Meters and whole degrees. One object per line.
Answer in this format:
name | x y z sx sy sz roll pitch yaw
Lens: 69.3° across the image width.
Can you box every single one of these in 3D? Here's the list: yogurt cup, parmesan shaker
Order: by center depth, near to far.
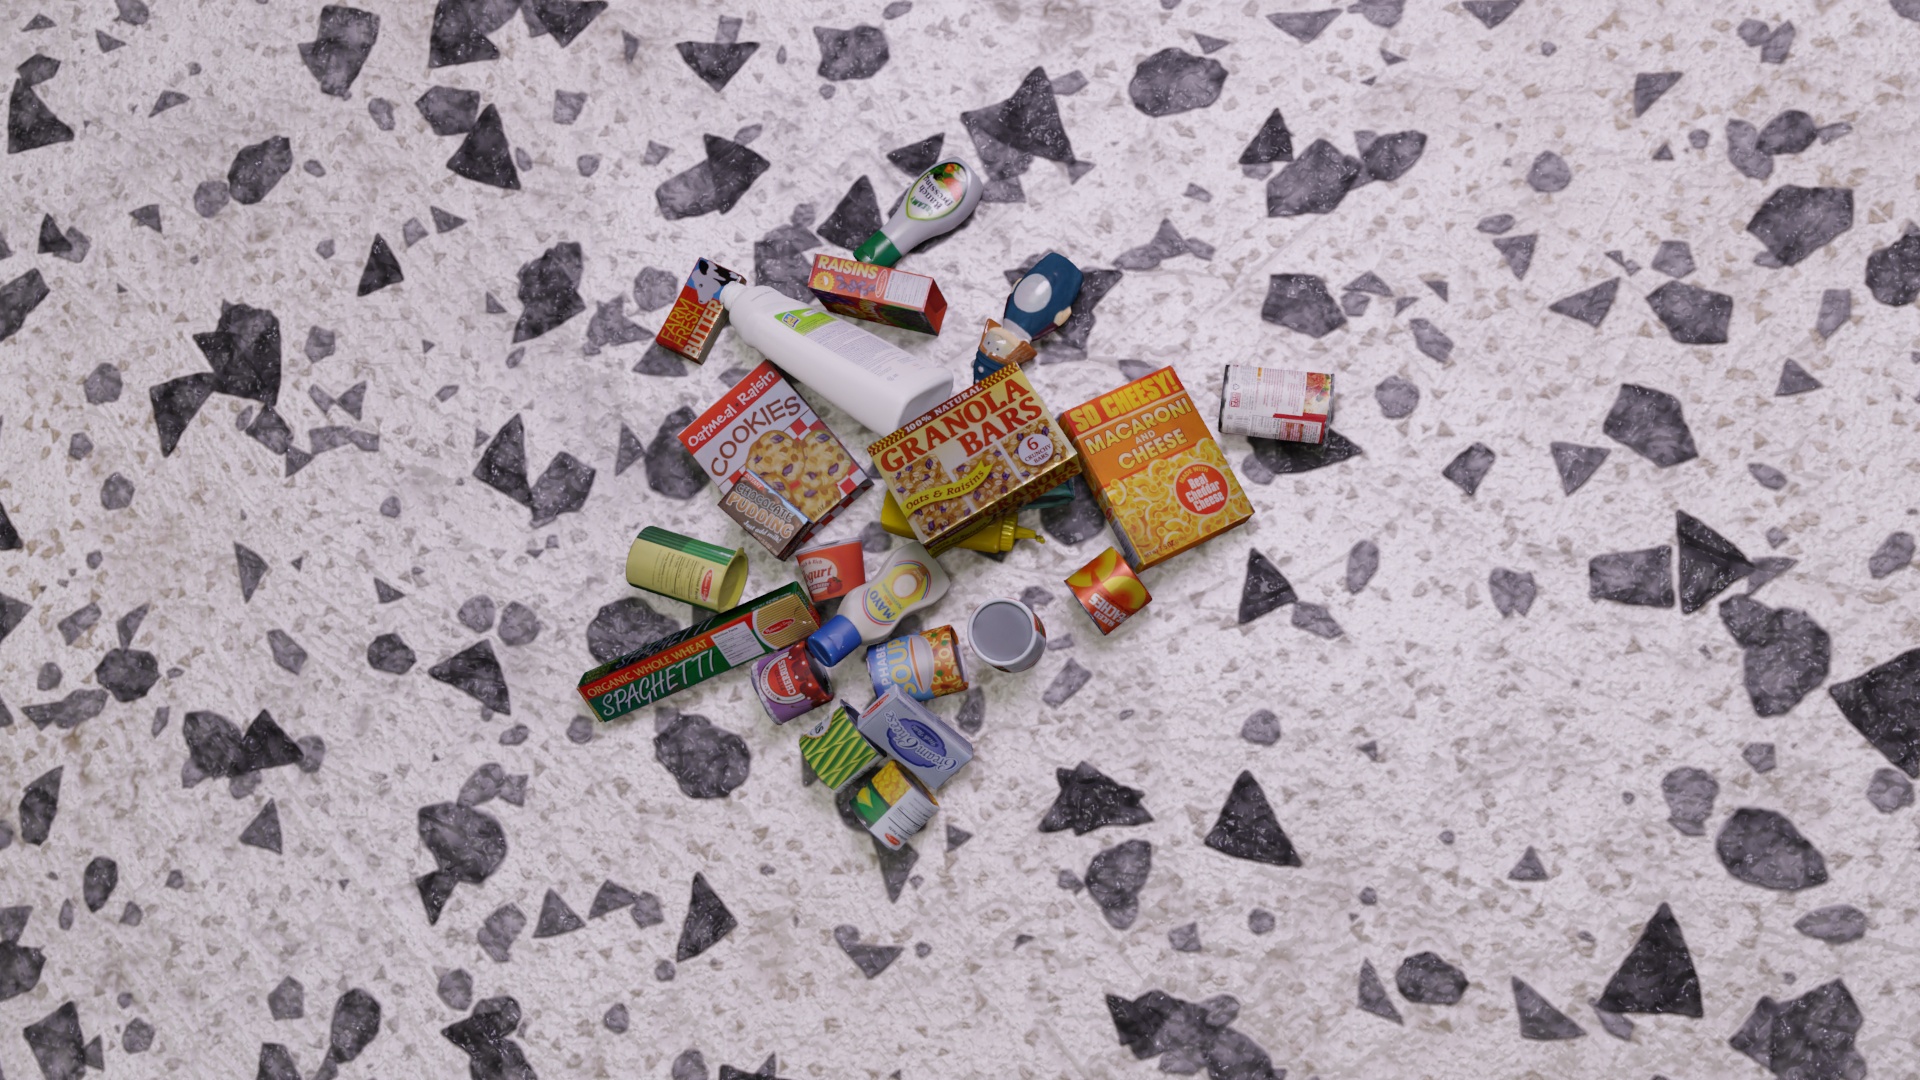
yogurt cup | -0.124 0.030 1.365 0.072 0.072 0.054 -14 87 7
parmesan shaker | -0.272 0.026 1.387 0.103 0.071 0.071 17 84 12

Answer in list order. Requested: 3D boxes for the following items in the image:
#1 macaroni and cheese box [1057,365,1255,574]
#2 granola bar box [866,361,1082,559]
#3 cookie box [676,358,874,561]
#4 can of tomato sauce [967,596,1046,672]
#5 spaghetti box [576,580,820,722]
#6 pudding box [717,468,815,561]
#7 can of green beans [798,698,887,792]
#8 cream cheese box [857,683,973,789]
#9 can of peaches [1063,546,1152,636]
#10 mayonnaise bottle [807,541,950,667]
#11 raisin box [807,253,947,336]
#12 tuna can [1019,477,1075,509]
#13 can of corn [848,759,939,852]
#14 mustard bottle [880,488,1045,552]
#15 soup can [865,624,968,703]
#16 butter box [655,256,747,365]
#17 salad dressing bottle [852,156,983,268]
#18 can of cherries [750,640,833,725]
macaroni and cheese box | 0.185 -0.069 1.328 0.124 0.040 0.166 -24 76 -12
granola bar box | 0.012 -0.076 1.308 0.165 0.039 0.124 -30 62 -1
cookie box | -0.187 -0.082 1.406 0.123 0.040 0.167 -41 78 1
can of tomato sauce | 0.043 0.089 1.316 0.071 0.083 0.071 -1 81 9
spaghetti box | -0.258 0.111 1.365 0.250 0.029 0.050 -23 116 11
pudding box | -0.190 -0.025 1.361 0.084 0.030 0.049 40 89 12
can of green beans | -0.113 0.199 1.332 0.058 0.071 0.071 -38 77 2
cream cheese box | -0.042 0.186 1.312 0.053 0.024 0.103 -43 110 16
can of peaches | 0.141 0.048 1.315 0.058 0.071 0.071 -37 77 1
mayonnaise bottle | -0.080 0.064 1.328 0.149 0.041 0.065 -39 92 -29
raisin box | -0.082 -0.247 1.394 0.123 0.086 0.040 14 85 11
tuna can | 0.080 -0.052 1.344 0.071 0.071 0.033 -8 81 8
can of corn | -0.063 0.249 1.316 0.058 0.071 0.071 -45 77 -1
mustard bottle | 0.005 -0.017 1.354 0.160 0.065 0.049 10 83 5
soup can | -0.041 0.121 1.331 0.084 0.071 0.071 -16 78 6
butter box | -0.271 -0.240 1.455 0.053 0.024 0.103 26 85 12
salad dressing bottle | -0.044 -0.328 1.423 0.147 0.044 0.064 -42 76 1
can of cherries | -0.163 0.137 1.348 0.058 0.071 0.071 -25 78 4
